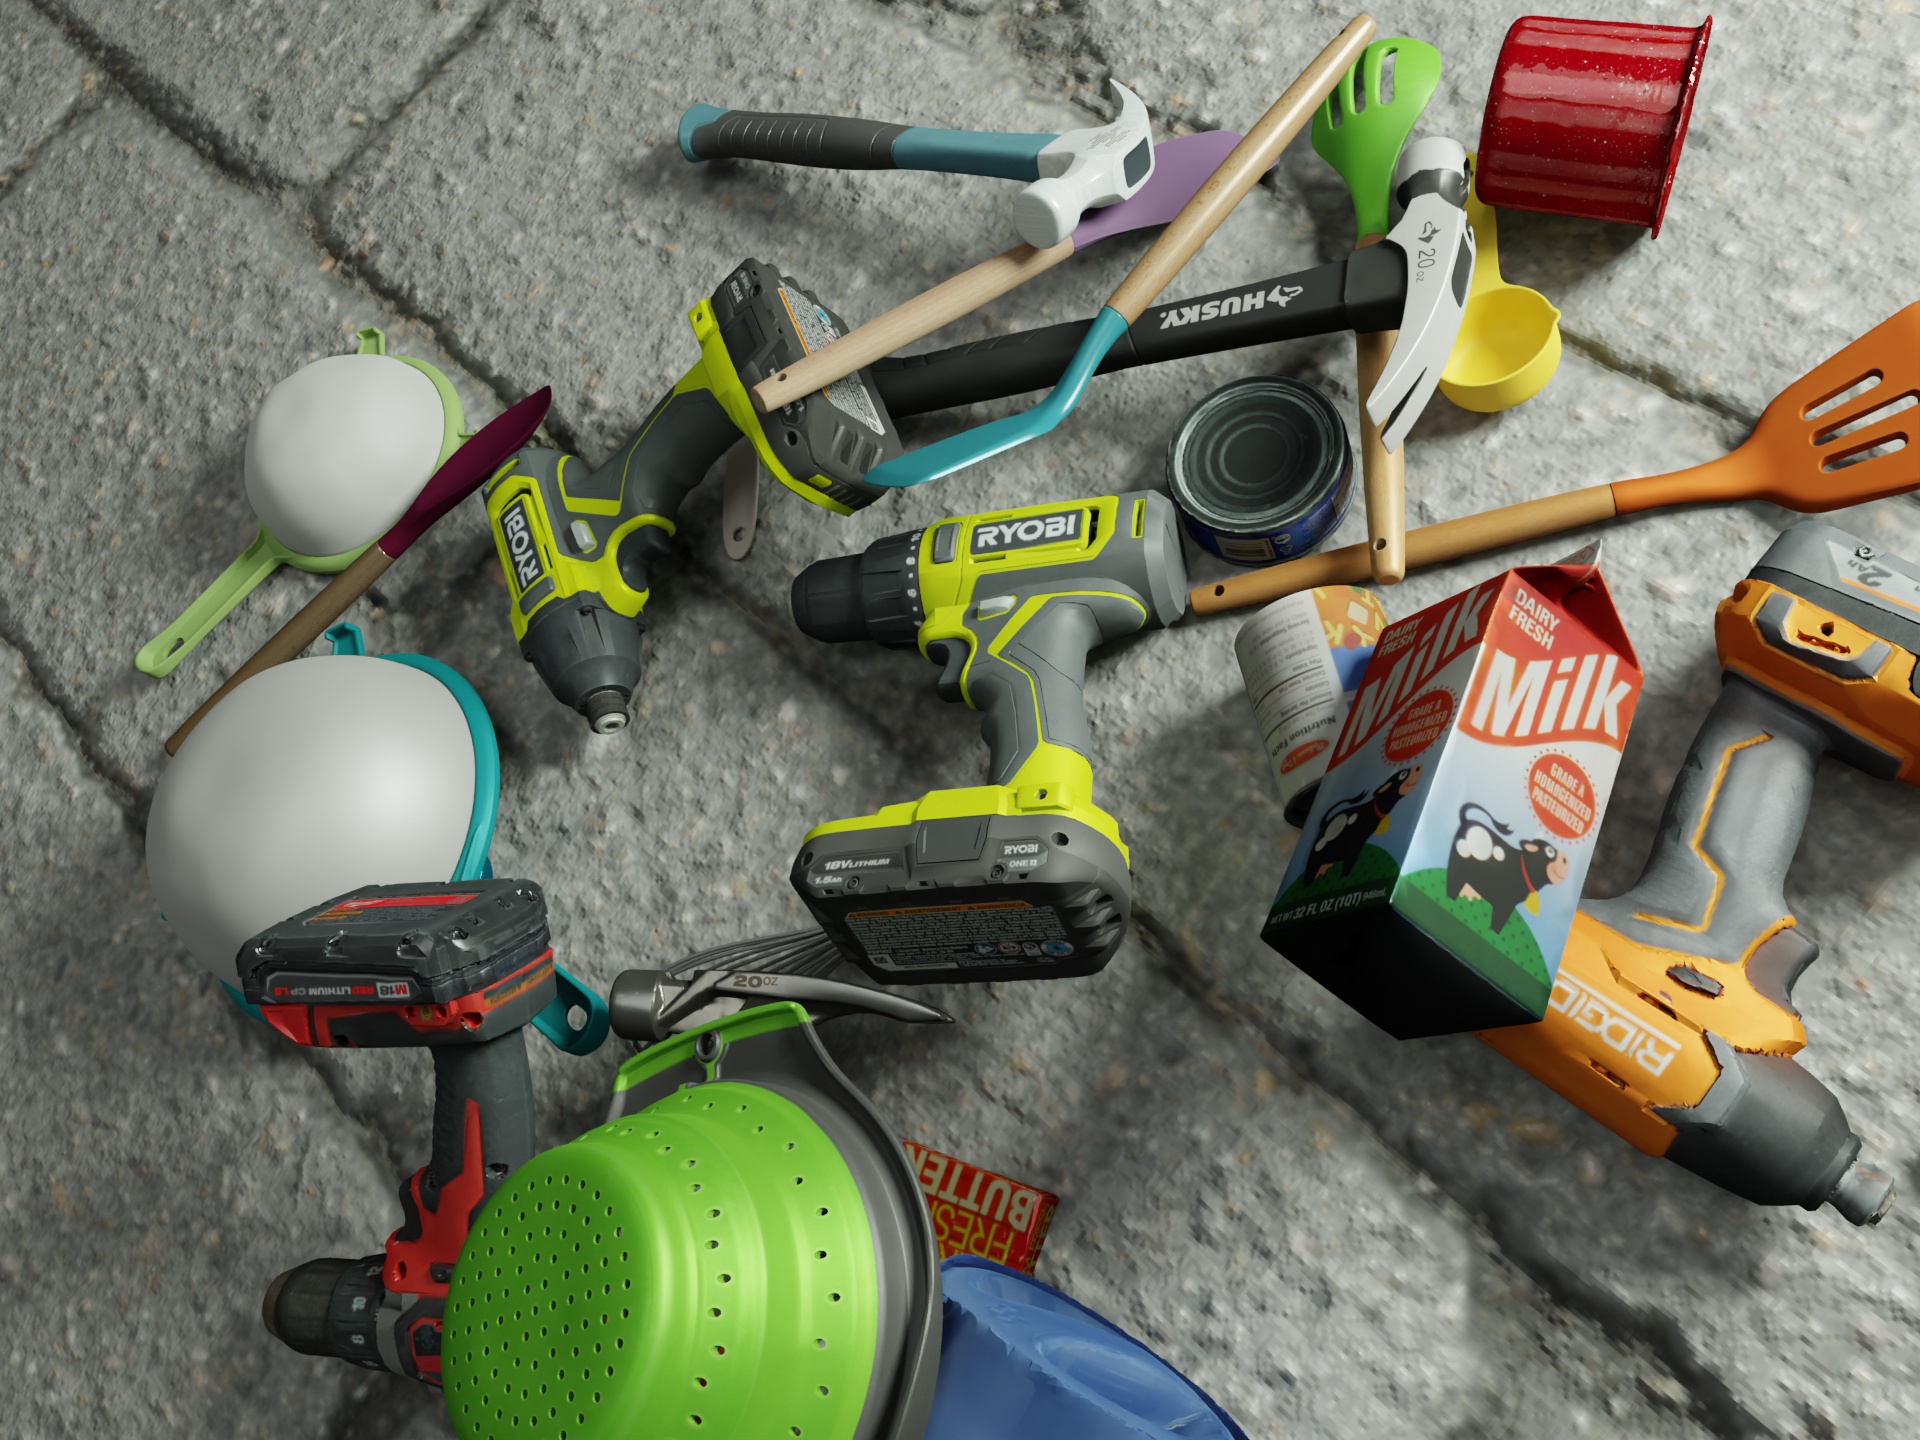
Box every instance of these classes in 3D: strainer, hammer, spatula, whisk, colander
[{"bbox_3d":[-0.416,-0.130,0.952,0.256,0.069,0.152,-46,60,-2],"label":"strainer"},{"bbox_3d":[-0.093,0.284,0.646,0.149,0.036,0.359,3,78,14],"label":"hammer"},{"bbox_3d":[-0.304,0.070,0.788,0.341,0.095,0.211,26,83,37],"label":"strainer"},{"bbox_3d":[0.081,-0.211,0.725,0.317,0.044,0.082,-50,21,-4],"label":"spatula"},{"bbox_3d":[0.030,-0.223,0.771,0.316,0.018,0.060,-34,56,-23],"label":"spatula"},{"bbox_3d":[-0.051,0.095,0.730,0.239,0.055,0.055,-30,61,4],"label":"whisk"},{"bbox_3d":[-0.104,0.282,0.521,0.204,0.094,0.397,-25,56,28],"label":"colander"},{"bbox_3d":[0.254,-0.093,0.682,0.322,0.041,0.081,-13,66,18],"label":"spatula"},{"bbox_3d":[0.072,-0.176,0.762,0.335,0.035,0.146,-5,62,31],"label":"hammer"},{"bbox_3d":[-0.039,-0.311,0.862,0.331,0.033,0.128,20,50,37],"label":"hammer"}]

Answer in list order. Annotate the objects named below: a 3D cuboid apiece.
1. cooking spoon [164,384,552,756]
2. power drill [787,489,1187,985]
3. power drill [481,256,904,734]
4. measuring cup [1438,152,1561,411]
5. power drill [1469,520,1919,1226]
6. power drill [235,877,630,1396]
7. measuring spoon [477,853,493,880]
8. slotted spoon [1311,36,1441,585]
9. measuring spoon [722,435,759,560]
[{"bbox_3d":[-0.348,-0.082,0.917,0.319,0.017,0.069,-40,33,10],"label":"cooking spoon"},{"bbox_3d":[-0.001,-0.002,0.707,0.190,0.080,0.229,-6,51,19],"label":"power drill"},{"bbox_3d":[-0.144,-0.111,0.815,0.223,0.080,0.171,-36,60,22],"label":"power drill"},{"bbox_3d":[0.246,-0.207,0.746,0.062,0.029,0.157,-13,52,26],"label":"measuring cup"},{"bbox_3d":[0.304,0.059,0.580,0.164,0.084,0.226,36,90,29],"label":"power drill"},{"bbox_3d":[-0.247,0.191,0.707,0.188,0.080,0.226,-5,101,22],"label":"power drill"},{"bbox_3d":[-0.287,0.067,0.854,0.129,0.021,0.042,31,86,38],"label":"measuring spoon"},{"bbox_3d":[0.195,-0.203,0.742,0.070,0.031,0.314,-16,59,38],"label":"slotted spoon"},{"bbox_3d":[-0.116,-0.145,0.871,0.034,0.018,0.124,-3,75,21],"label":"measuring spoon"}]
